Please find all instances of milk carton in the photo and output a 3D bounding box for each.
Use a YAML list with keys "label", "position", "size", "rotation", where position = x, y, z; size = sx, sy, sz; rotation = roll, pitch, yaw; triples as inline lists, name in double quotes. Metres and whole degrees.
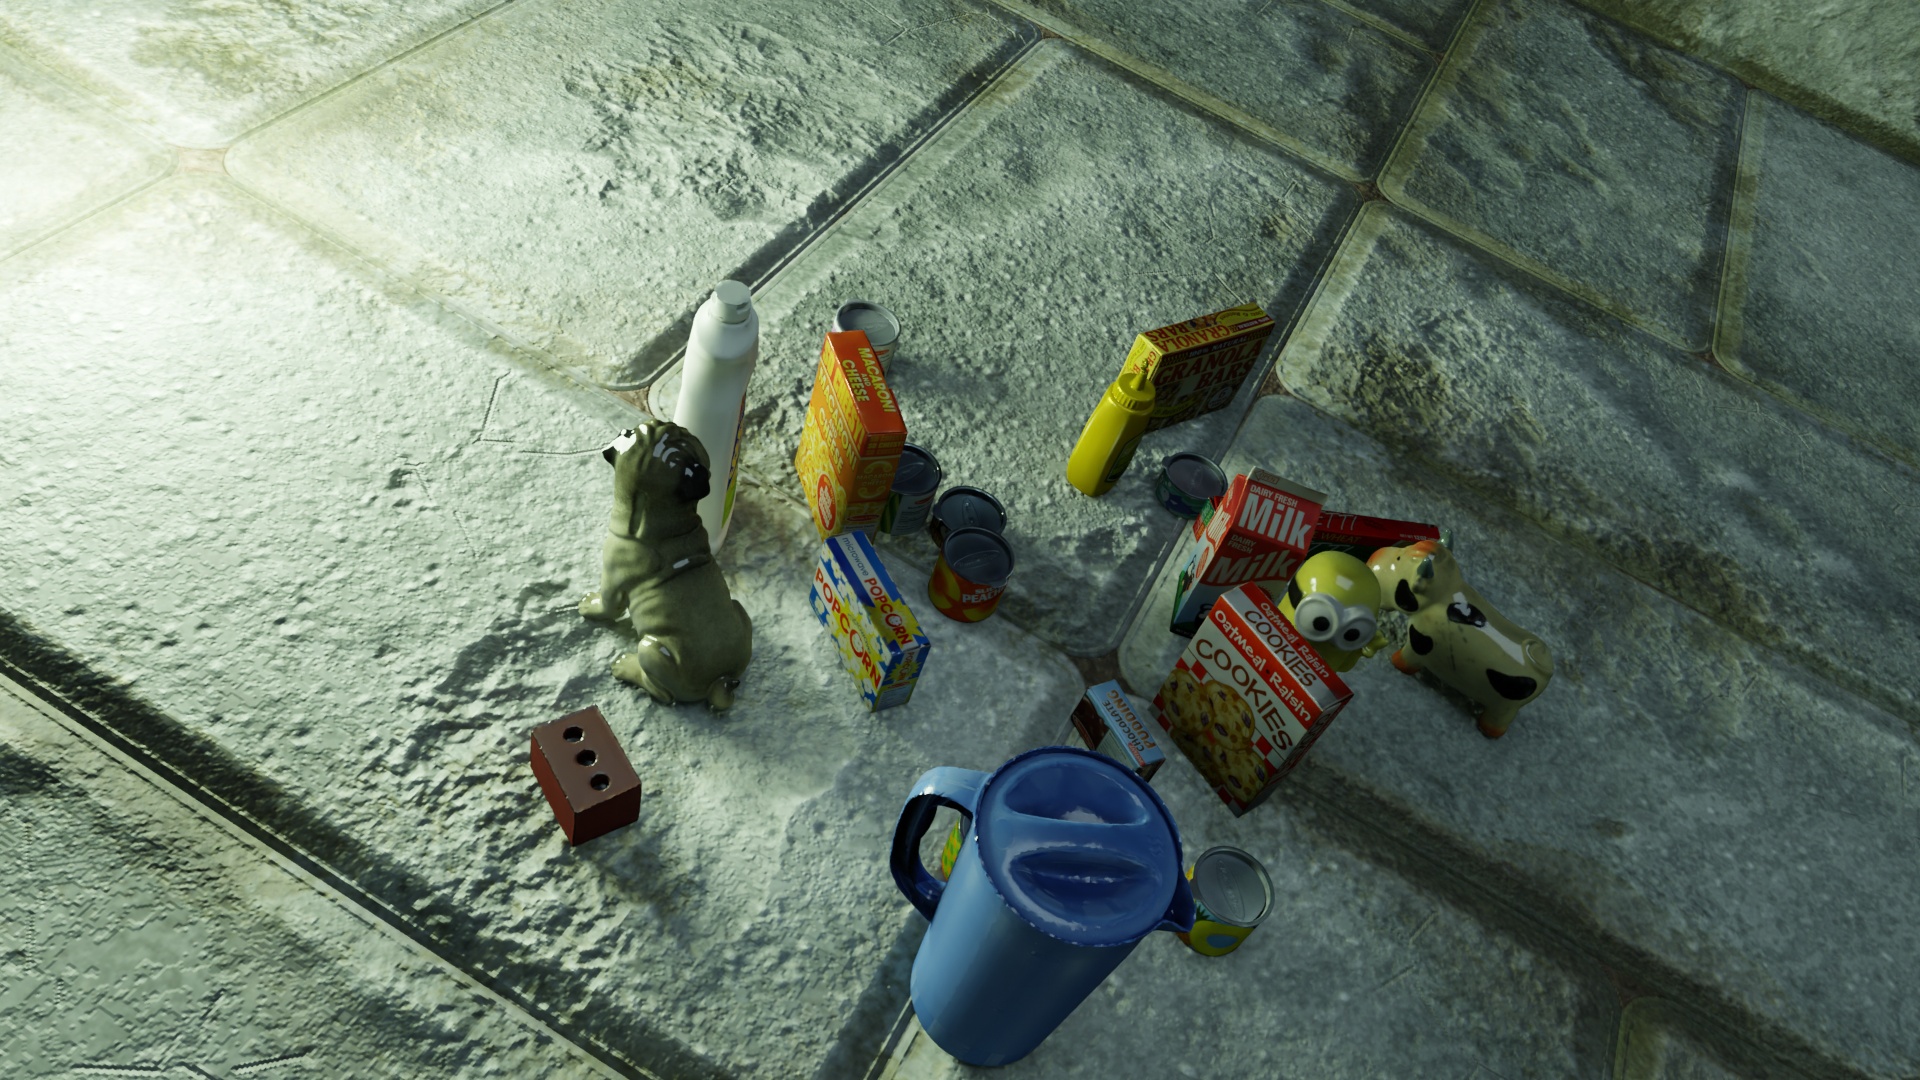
- label: "milk carton"
  position: [0.255, 0.010, 1.236]
  size: [0.072, 0.189, 0.074]
  rotation: [20, 47, -2]

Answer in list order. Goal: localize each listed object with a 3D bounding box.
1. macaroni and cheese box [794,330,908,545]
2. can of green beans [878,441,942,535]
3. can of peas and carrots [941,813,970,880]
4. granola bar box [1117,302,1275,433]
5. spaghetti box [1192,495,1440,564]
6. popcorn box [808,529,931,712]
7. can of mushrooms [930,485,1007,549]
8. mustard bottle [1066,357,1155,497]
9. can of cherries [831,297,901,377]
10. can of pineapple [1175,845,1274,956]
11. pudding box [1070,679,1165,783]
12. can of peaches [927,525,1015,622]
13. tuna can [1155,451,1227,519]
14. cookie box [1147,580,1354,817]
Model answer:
- label: "macaroni and cheese box"
  position: [-0.097, -0.080, 1.209]
  size: [0.040, 0.165, 0.124]
  rotation: [-6, 53, -24]
- label: "can of green beans"
  position: [-0.056, -0.047, 1.269]
  size: [0.071, 0.057, 0.071]
  rotation: [10, 48, -11]
- label: "can of peas and carrots"
  position: [0.023, 0.231, 1.050]
  size: [0.071, 0.058, 0.071]
  rotation: [10, 48, -11]
- label: "granola bar box"
  position: [0.235, -0.174, 1.437]
  size: [0.166, 0.123, 0.039]
  rotation: [-19, 59, -32]
- label: "spaghetti box"
  position: [0.355, -0.005, 1.381]
  size: [0.250, 0.049, 0.029]
  rotation: [7, 48, -14]
- label: "popcorn box"
  position: [-0.077, 0.066, 1.143]
  size: [0.038, 0.084, 0.127]
  rotation: [-15, 56, -29]
- label: "can of mushrooms"
  position: [0.005, -0.016, 1.279]
  size: [0.071, 0.033, 0.071]
  rotation: [10, 48, -11]
- label: "mustard bottle"
  position: [0.151, -0.111, 1.327]
  size: [0.049, 0.159, 0.065]
  rotation: [39, 49, 16]
- label: "can of cherries"
  position: [-0.098, -0.198, 1.386]
  size: [0.071, 0.058, 0.072]
  rotation: [10, 48, -11]
- label: "can of pineapple"
  position: [0.198, 0.278, 1.071]
  size: [0.071, 0.057, 0.071]
  rotation: [10, 48, -11]
- label: "pudding box"
  position: [0.130, 0.163, 1.153]
  size: [0.030, 0.049, 0.084]
  rotation: [-14, 56, -29]
- label: "can of peaches"
  position: [0.010, 0.032, 1.222]
  size: [0.071, 0.057, 0.071]
  rotation: [10, 48, -11]
- label: "tuna can"
  position: [0.229, -0.056, 1.393]
  size: [0.071, 0.032, 0.071]
  rotation: [10, 48, -11]
- label: "cookie box"
  position: [0.233, 0.131, 1.137]
  size: [0.040, 0.166, 0.123]
  rotation: [-21, 60, -33]
